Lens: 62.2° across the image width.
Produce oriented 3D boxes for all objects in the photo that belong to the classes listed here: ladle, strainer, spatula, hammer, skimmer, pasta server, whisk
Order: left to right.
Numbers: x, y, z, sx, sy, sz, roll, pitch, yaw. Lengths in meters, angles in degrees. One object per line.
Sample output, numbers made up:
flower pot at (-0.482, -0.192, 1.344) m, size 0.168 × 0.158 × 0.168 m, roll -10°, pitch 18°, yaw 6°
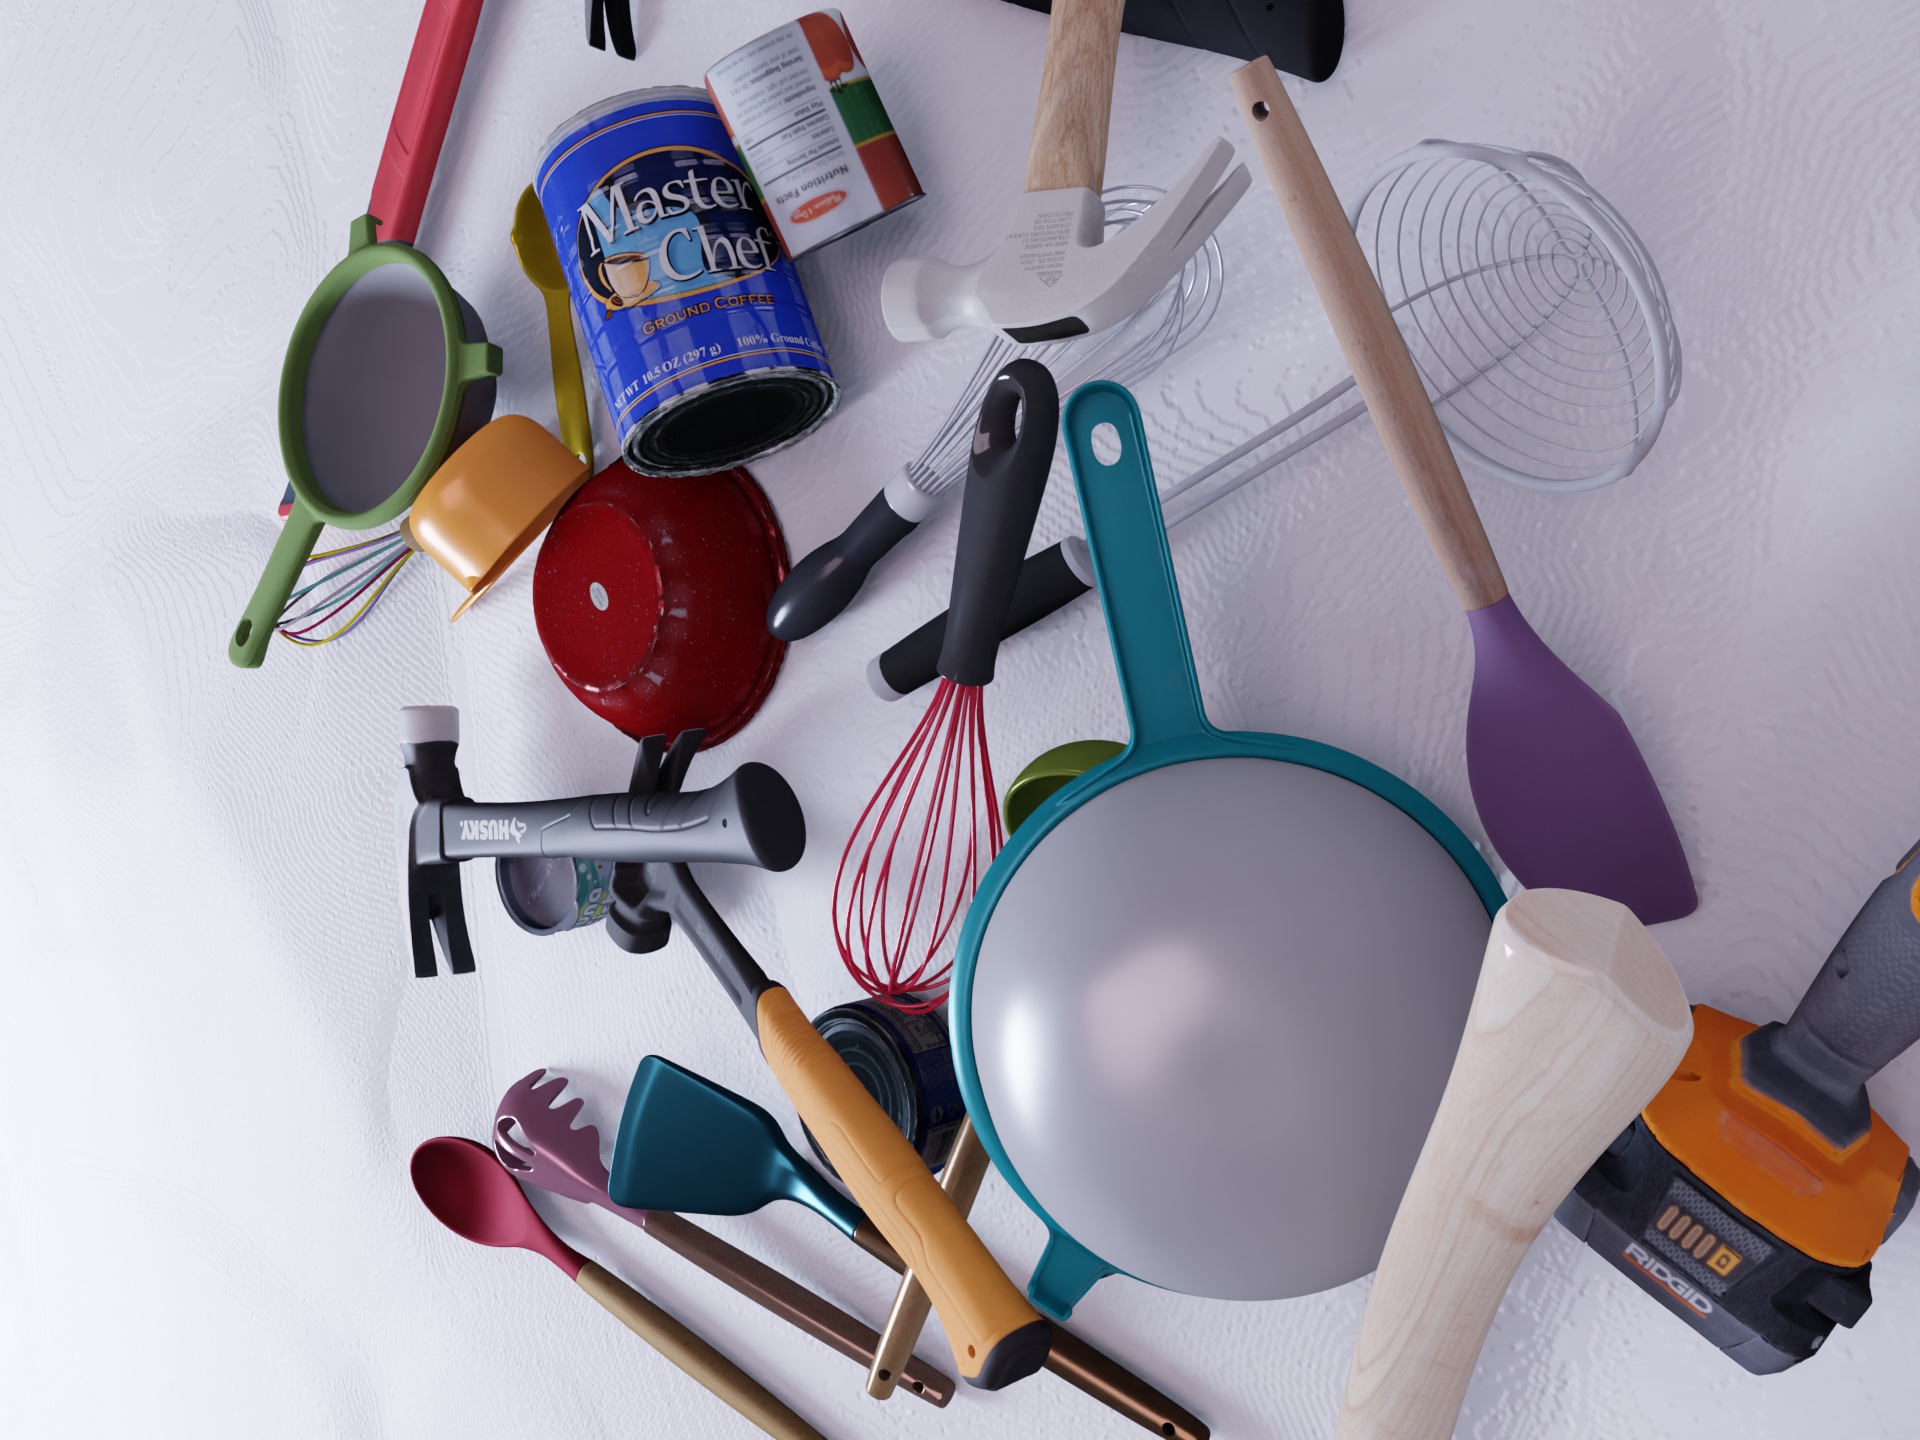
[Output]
strainer at (-0.320, -0.130, 0.866) m, size 0.152 × 0.069 × 0.256 m, roll 45°, pitch 112°, yaw 28°
hammer at (-0.328, -0.291, 0.896) m, size 0.143 × 0.038 × 0.386 m, roll 38°, pitch 114°, yaw 28°
whisk at (-0.329, -0.100, 0.911) m, size 0.245 × 0.051 × 0.047 m, roll -23°, pitch 75°, yaw 31°
hammer at (-0.186, 0.057, 0.761) m, size 0.335 × 0.035 × 0.146 m, roll -5°, pitch 86°, yaw 46°
ladle at (-0.183, 0.309, 0.851) m, size 0.316 × 0.031 × 0.069 m, roll 24°, pitch 117°, yaw 30°
pasta server at (-0.132, 0.264, 0.814) m, size 0.316 × 0.040 × 0.060 m, roll 19°, pitch 105°, yaw 29°
hammer at (-0.067, 0.142, 0.692) m, size 0.337 × 0.034 × 0.127 m, roll 45°, pitch 130°, yaw 39°
spatula at (-0.031, 0.250, 0.728) m, size 0.318 × 0.044 × 0.082 m, roll 21°, pitch 100°, yaw 31°
hammer at (-0.021, -0.328, 0.679) m, size 0.409 × 0.036 × 0.149 m, roll 28°, pitch 110°, yaw 30°
whisk at (-0.001, -0.002, 0.644) m, size 0.073 × 0.073 × 0.295 m, roll 29°, pitch 122°, yaw 30°
whisk at (0.000, -0.116, 0.670) m, size 0.284 × 0.070 × 0.070 m, roll -40°, pitch 71°, yaw 35°
ladle at (0.014, 0.156, 0.664) m, size 0.078 × 0.062 × 0.320 m, roll 22°, pitch 103°, yaw 8°
hammer at (0.054, -0.301, 0.586) m, size 0.130 × 0.031 × 0.331 m, roll 5°, pitch 84°, yaw 29°
skimmer at (0.082, -0.077, 0.591) m, size 0.363 × 0.090 × 0.127 m, roll -29°, pitch 102°, yaw 35°
strainer at (0.082, 0.050, 0.536) m, size 0.211 × 0.095 × 0.340 m, roll -13°, pitch 95°, yaw 7°
hammer at (0.131, 0.212, 0.504) m, size 0.146 × 0.038 × 0.410 m, roll 18°, pitch 128°, yaw 21°
spatula at (0.157, -0.060, 0.512) m, size 0.060 × 0.018 × 0.315 m, roll -18°, pitch 109°, yaw 35°

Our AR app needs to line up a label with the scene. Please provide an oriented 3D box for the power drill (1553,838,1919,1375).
power drill at (0.261, 0.067, 0.434) m, size 0.084 × 0.164 × 0.226 m, roll 38°, pitch 116°, yaw 25°

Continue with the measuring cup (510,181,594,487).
measuring cup at (-0.196, -0.200, 0.825) m, size 0.062 × 0.029 × 0.156 m, roll 9°, pitch 111°, yaw 34°

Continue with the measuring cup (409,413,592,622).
measuring cup at (-0.256, -0.099, 0.831) m, size 0.052 × 0.095 × 0.173 m, roll 44°, pitch 144°, yaw -12°
